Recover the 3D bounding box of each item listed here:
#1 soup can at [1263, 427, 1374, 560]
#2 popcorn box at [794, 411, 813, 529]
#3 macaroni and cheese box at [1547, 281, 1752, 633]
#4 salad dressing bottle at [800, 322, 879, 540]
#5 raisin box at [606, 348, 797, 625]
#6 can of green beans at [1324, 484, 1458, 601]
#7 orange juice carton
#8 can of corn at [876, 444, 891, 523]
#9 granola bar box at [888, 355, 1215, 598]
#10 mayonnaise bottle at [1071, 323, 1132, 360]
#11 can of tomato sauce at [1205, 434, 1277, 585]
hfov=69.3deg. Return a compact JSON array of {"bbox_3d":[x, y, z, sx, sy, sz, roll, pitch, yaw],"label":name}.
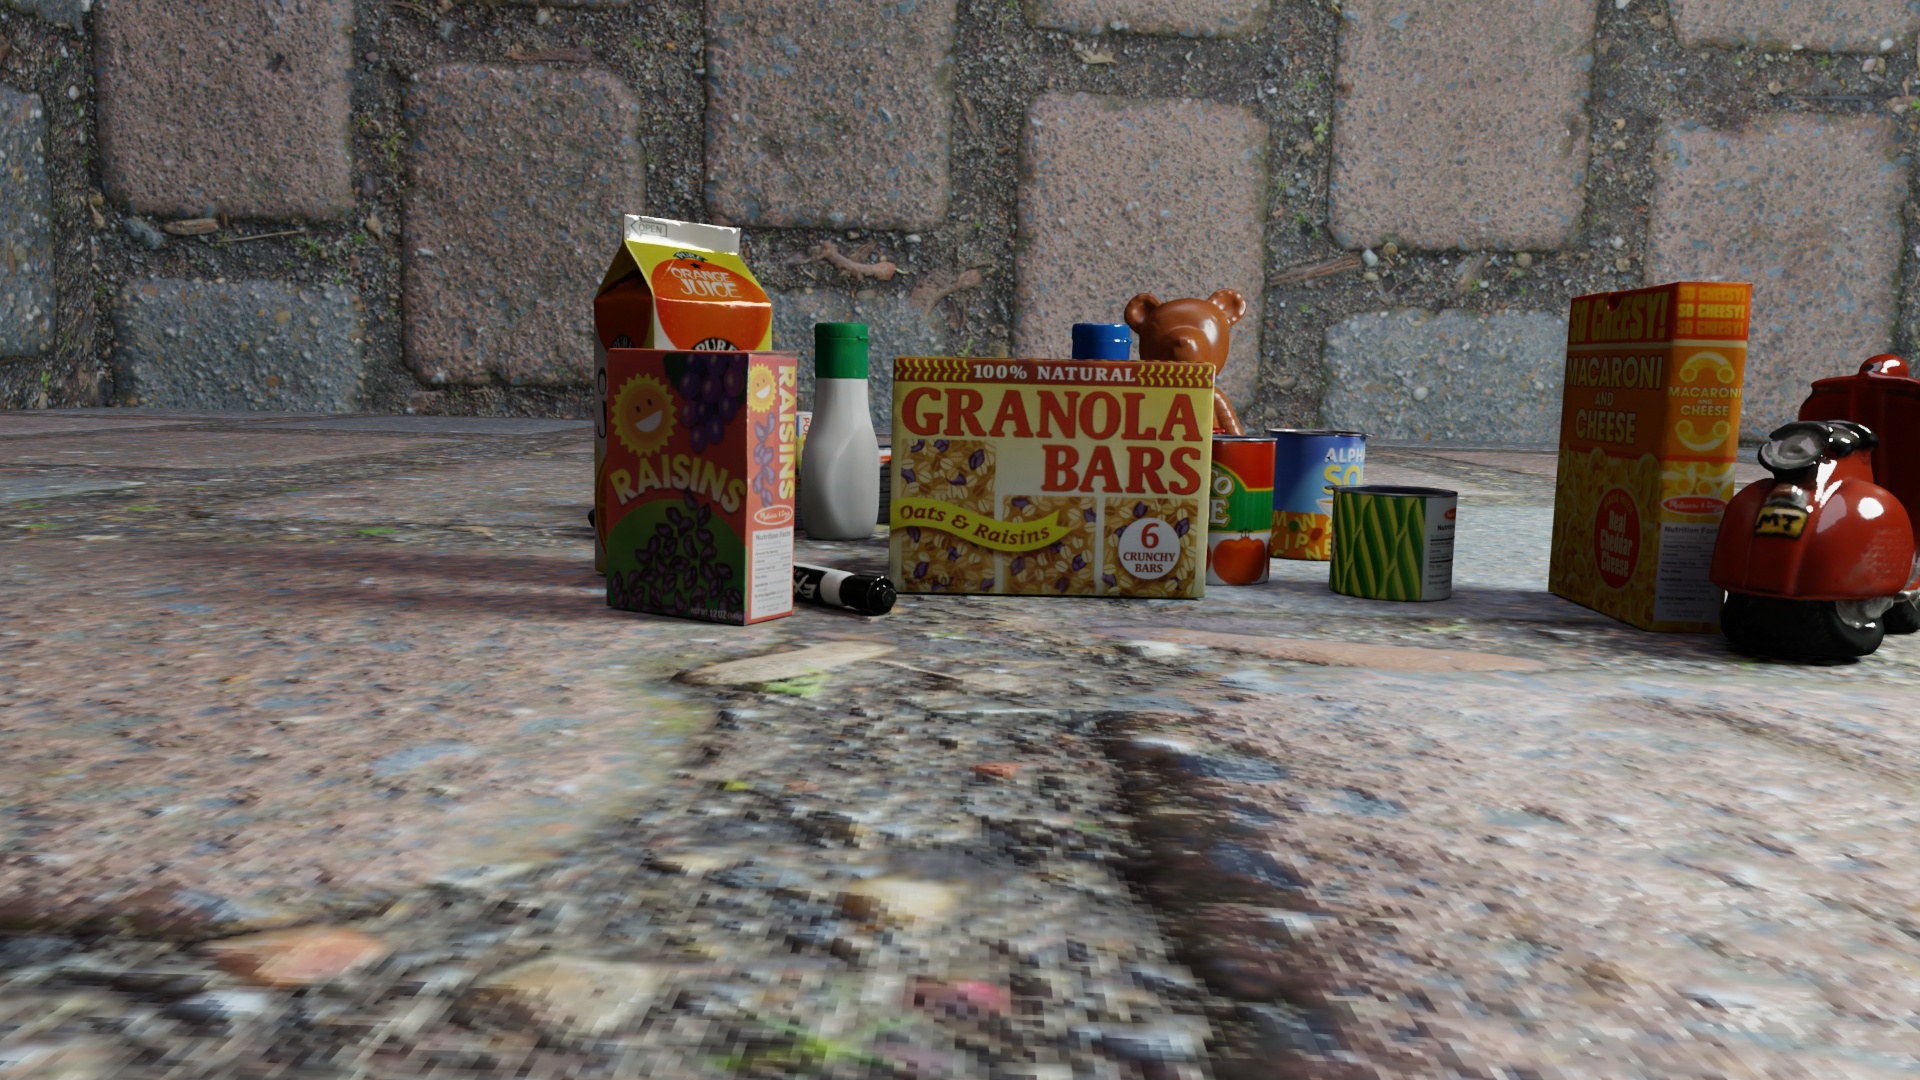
[{"bbox_3d":[0.236,-0.031,0.921,0.071,0.083,0.071,1,6,0],"label":"soup can"},{"bbox_3d":[-0.154,-0.056,1.040,0.038,0.085,0.126,-5,9,-45],"label":"popcorn box"},{"bbox_3d":[0.348,-0.045,0.712,0.040,0.166,0.124,2,6,1],"label":"macaroni and cheese box"},{"bbox_3d":[-0.082,-0.075,0.954,0.044,0.147,0.064,5,7,31],"label":"salad dressing bottle"},{"bbox_3d":[-0.121,-0.027,0.648,0.086,0.123,0.040,5,7,29],"label":"raisin box"},{"bbox_3d":[0.237,0.000,0.765,0.071,0.057,0.071,1,6,0],"label":"can of green beans"},{"bbox_3d":[-0.150,-0.075,0.748,0.072,0.192,0.073,-4,8,-39],"label":"orange juice carton"},{"bbox_3d":[-0.080,-0.046,1.084,0.071,0.058,0.071,1,6,0],"label":"can of corn"},{"bbox_3d":[0.046,-0.034,0.733,0.166,0.124,0.039,1,6,-2],"label":"granola bar box"},{"bbox_3d":[0.086,-0.062,0.874,0.041,0.148,0.065,4,7,21],"label":"mayonnaise bottle"},{"bbox_3d":[0.146,-0.019,0.804,0.071,0.083,0.071,1,6,0],"label":"can of tomato sauce"}]
